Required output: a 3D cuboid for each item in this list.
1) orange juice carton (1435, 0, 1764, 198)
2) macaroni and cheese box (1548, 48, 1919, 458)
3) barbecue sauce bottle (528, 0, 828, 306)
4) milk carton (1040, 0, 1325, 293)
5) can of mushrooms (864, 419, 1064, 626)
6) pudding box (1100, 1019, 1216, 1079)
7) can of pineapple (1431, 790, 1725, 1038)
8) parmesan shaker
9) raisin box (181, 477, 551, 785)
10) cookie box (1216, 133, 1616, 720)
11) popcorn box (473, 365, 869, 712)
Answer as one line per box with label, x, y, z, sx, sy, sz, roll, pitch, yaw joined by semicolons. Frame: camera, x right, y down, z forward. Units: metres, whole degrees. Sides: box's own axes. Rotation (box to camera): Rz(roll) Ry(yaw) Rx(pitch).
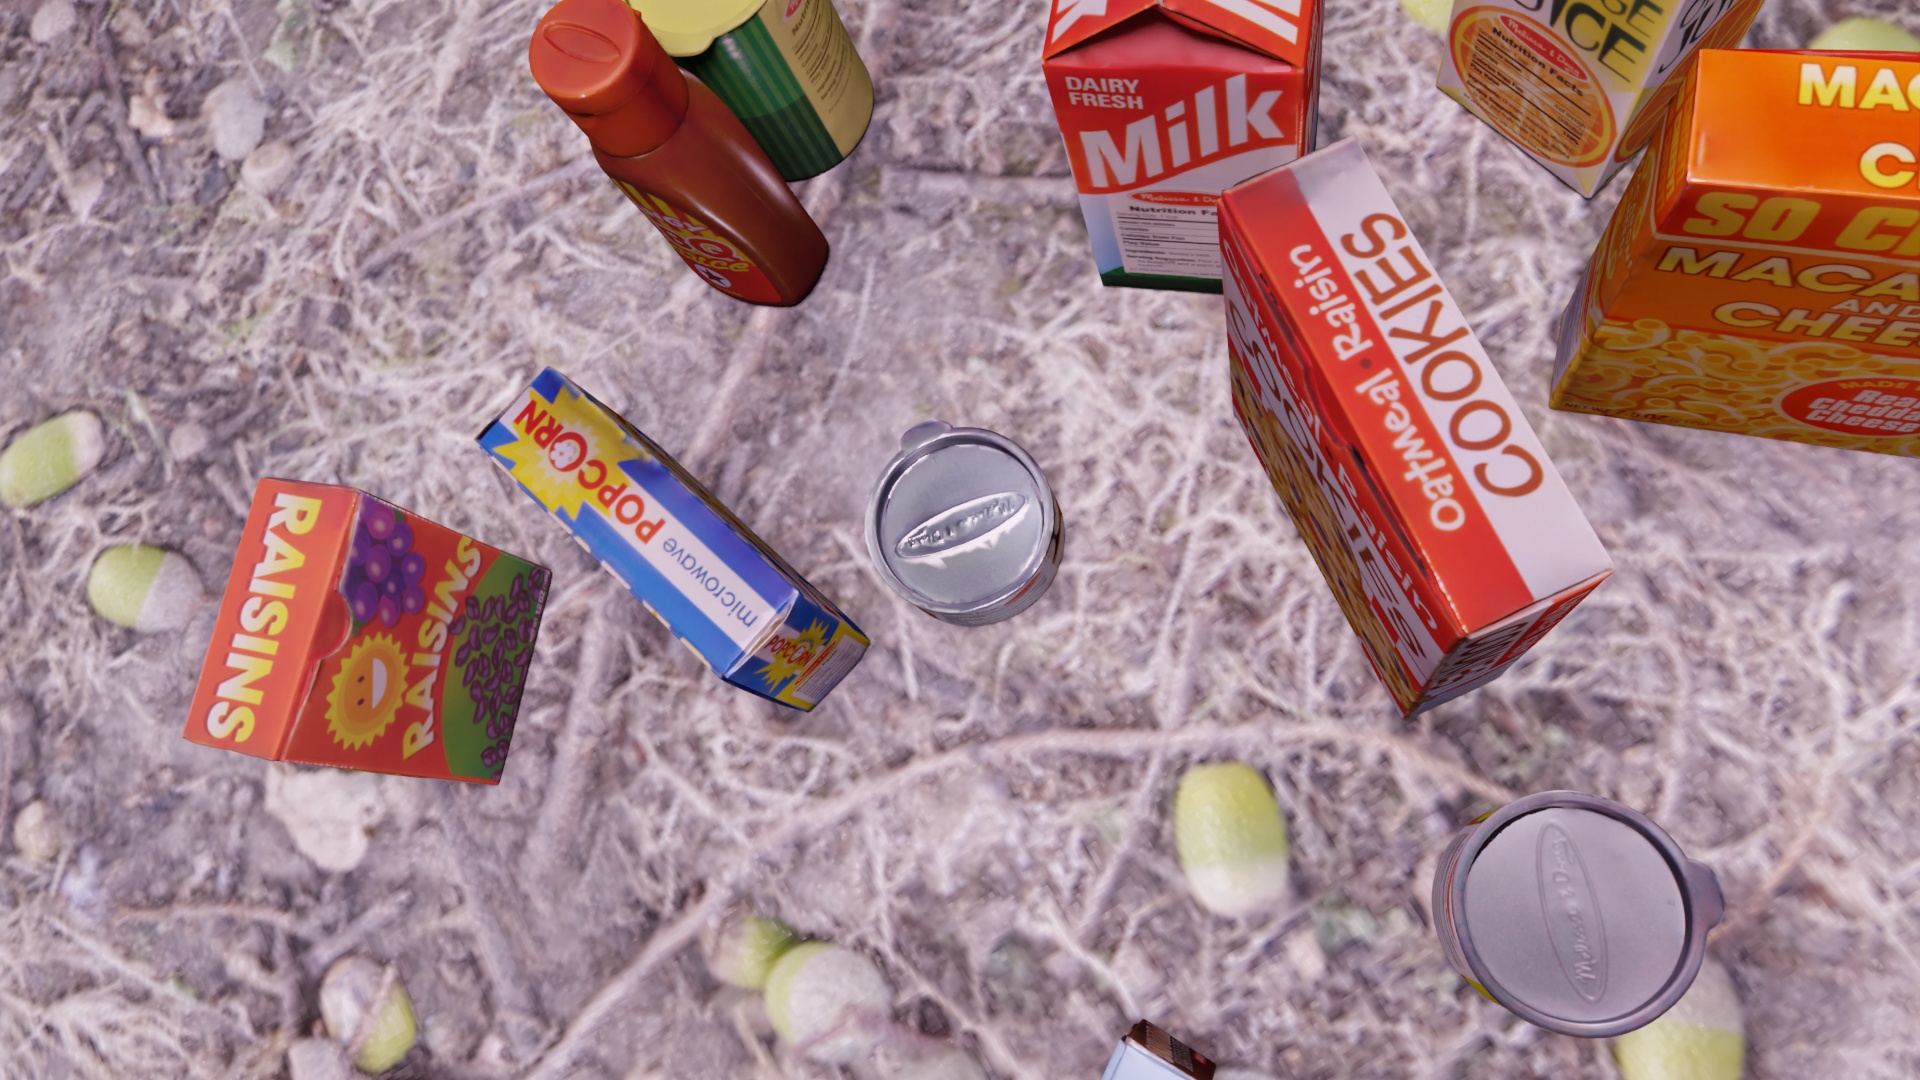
orange juice carton;0.201;-0.188;0.407;0.072;0.192;0.073;-45;72;-1
macaroni and cheese box;0.243;-0.071;0.382;0.124;0.166;0.040;9;79;15
barbecue sauce bottle;-0.096;-0.131;0.482;0.065;0.148;0.044;25;83;17
milk carton;0.073;-0.146;0.426;0.073;0.190;0.072;7;78;14
can of mushrooms;0.002;-0.006;0.489;0.071;0.033;0.071;-3;75;12
pudding box;0.046;0.192;0.420;0.030;0.049;0.084;25;83;17
can of pineapple;0.177;0.109;0.408;0.071;0.057;0.071;-3;76;12
parmesan shaker;-0.078;-0.183;0.515;0.071;0.103;0.071;-3;76;12
raisin box;-0.195;0.036;0.474;0.040;0.123;0.086;9;79;15
cookie box;0.119;-0.019;0.396;0.040;0.167;0.123;-26;72;5
popcorn box;-0.096;0.002;0.481;0.127;0.085;0.038;40;88;18
